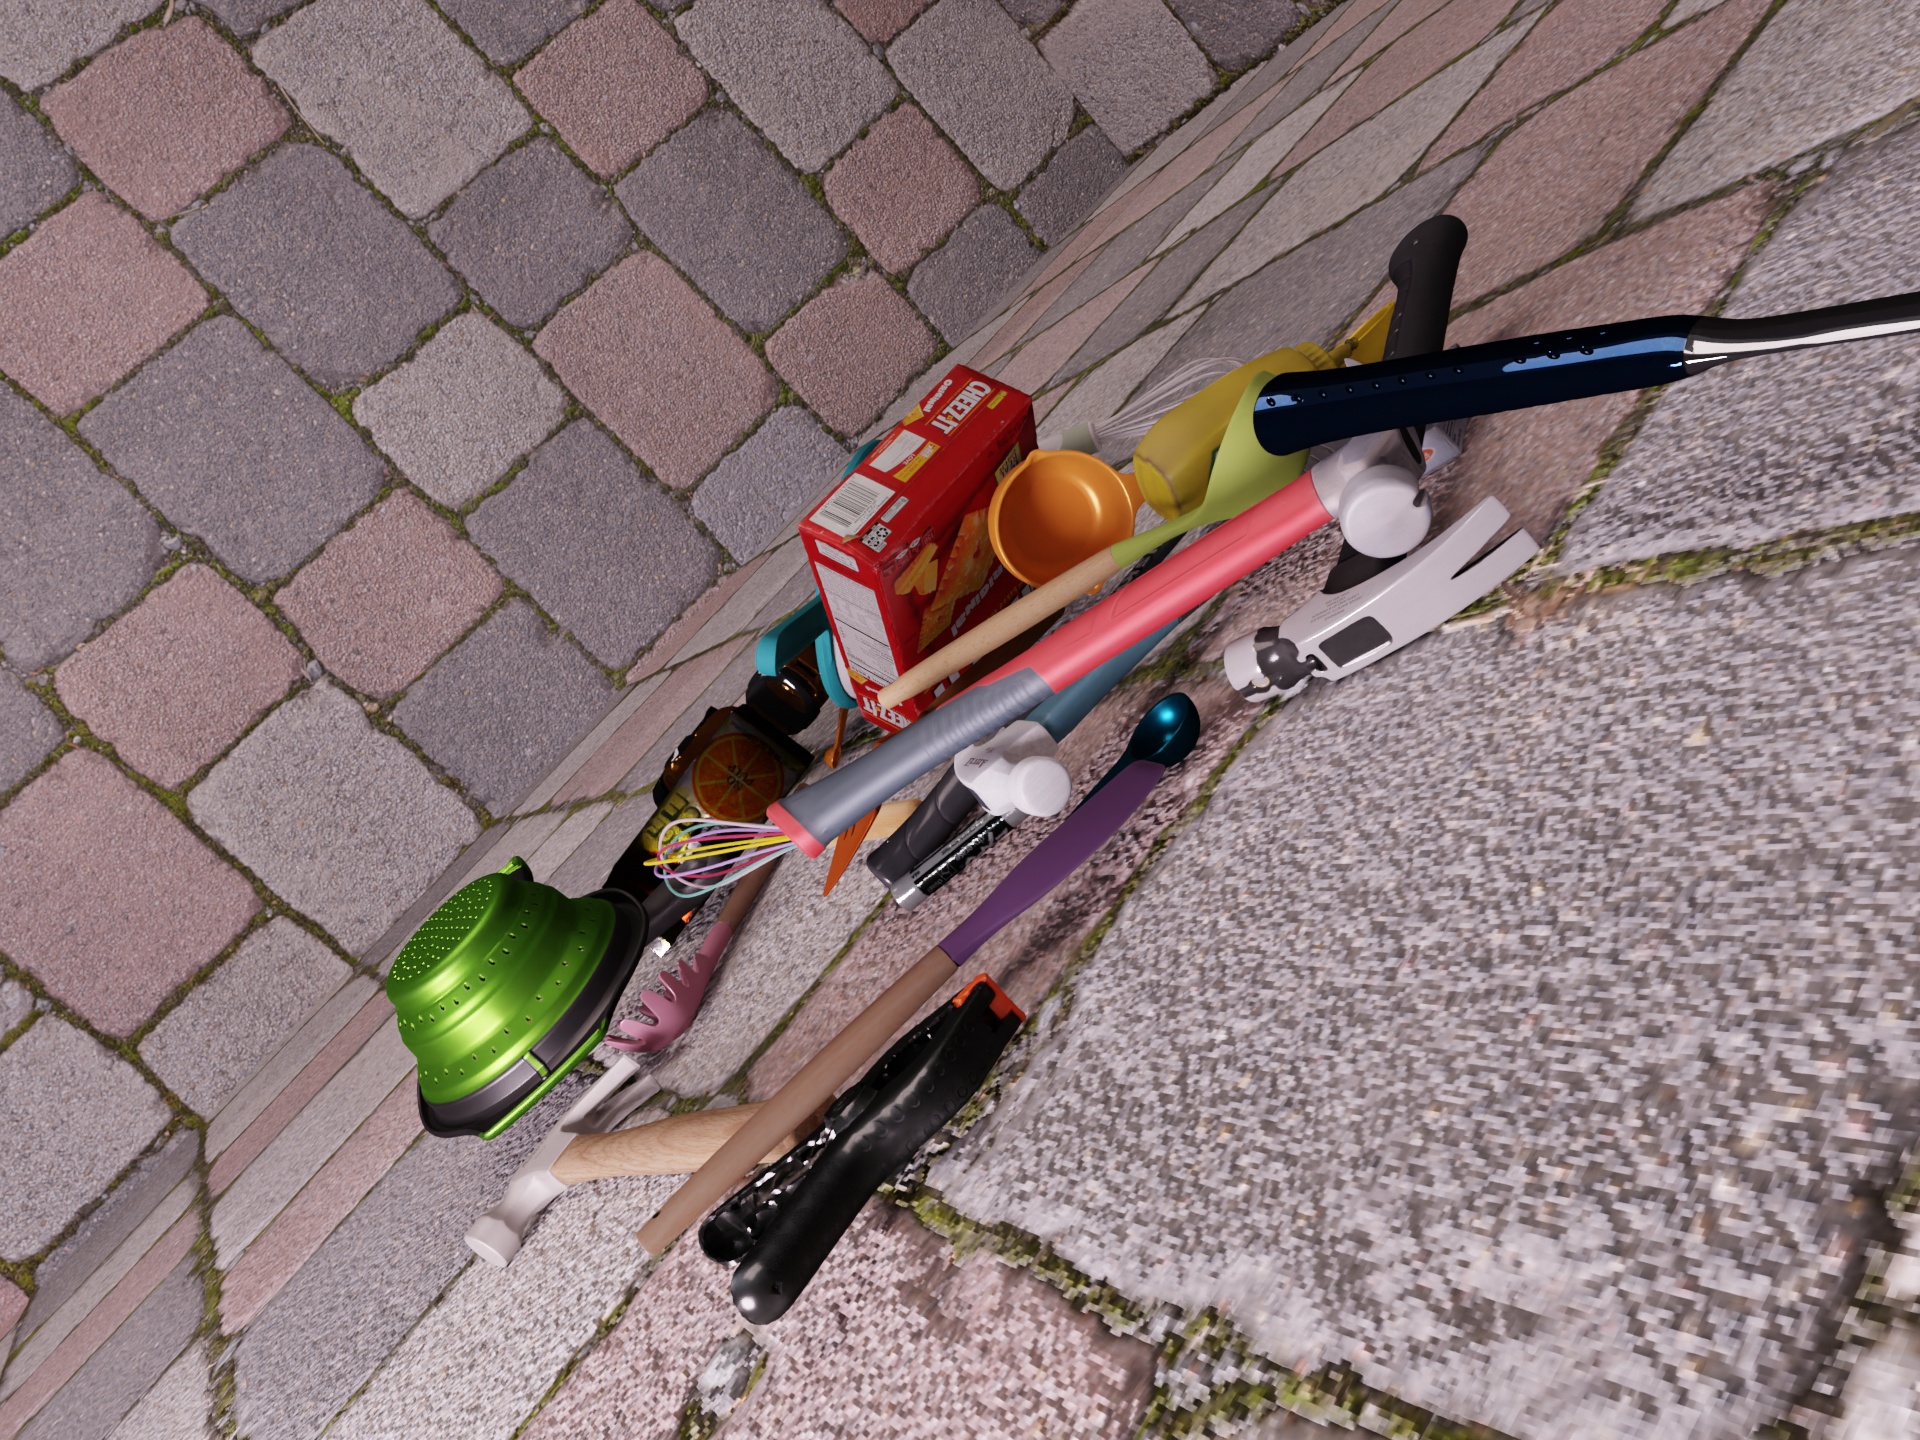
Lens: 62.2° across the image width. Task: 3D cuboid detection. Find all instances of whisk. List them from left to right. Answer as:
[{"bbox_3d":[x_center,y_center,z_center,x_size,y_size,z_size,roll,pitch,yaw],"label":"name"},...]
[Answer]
[{"bbox_3d":[-0.277,0.192,1.169,0.296,0.073,0.073,-42,15,13],"label":"whisk"},{"bbox_3d":[-0.121,0.081,1.054,0.245,0.047,0.051,-12,62,36],"label":"whisk"},{"bbox_3d":[0.111,-0.222,1.226,0.246,0.059,0.058,-19,54,17],"label":"whisk"}]

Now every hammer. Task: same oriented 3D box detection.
[{"bbox_3d":[-0.161,0.228,0.855,0.331,0.031,0.130,-25,24,49],"label":"hammer"},{"bbox_3d":[0.053,-0.041,0.798,0.386,0.038,0.143,-32,25,26],"label":"hammer"},{"bbox_3d":[0.080,-0.050,0.982,0.409,0.036,0.149,-50,17,-20],"label":"hammer"},{"bbox_3d":[0.122,-0.068,0.877,0.331,0.033,0.128,-43,17,-17],"label":"hammer"},{"bbox_3d":[0.225,-0.156,0.797,0.146,0.035,0.335,-27,30,44],"label":"hammer"},{"bbox_3d":[0.269,-0.134,0.550,0.406,0.035,0.144,3,46,53],"label":"hammer"}]

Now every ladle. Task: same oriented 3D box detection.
[{"bbox_3d":[0.063,-0.091,0.908,0.320,0.062,0.078,-30,5,32],"label":"ladle"}]

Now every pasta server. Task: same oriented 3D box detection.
[{"bbox_3d":[-0.165,0.128,1.127,0.060,0.040,0.316,-49,9,32],"label":"pasta server"}]

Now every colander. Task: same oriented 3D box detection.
[{"bbox_3d":[-0.343,0.151,1.153,0.204,0.094,0.397,-43,23,-4],"label":"colander"}]

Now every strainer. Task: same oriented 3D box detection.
[{"bbox_3d":[-0.051,-0.088,1.175,0.340,0.095,0.211,-52,-32,-67],"label":"strainer"}]

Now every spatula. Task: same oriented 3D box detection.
[{"bbox_3d":[-0.024,0.125,0.719,0.316,0.018,0.060,-42,13,-8],"label":"spatula"},{"bbox_3d":[-0.002,-0.003,1.011,0.323,0.041,0.081,-43,-11,-49],"label":"spatula"}]

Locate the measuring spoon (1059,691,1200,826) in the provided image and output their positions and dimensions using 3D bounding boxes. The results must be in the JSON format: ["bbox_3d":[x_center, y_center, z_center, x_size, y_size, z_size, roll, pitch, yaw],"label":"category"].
[{"bbox_3d":[0.076,0.041,0.785,0.128,0.021,0.042,-50,19,10],"label":"measuring spoon"}]

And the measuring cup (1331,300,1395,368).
[{"bbox_3d":[0.257,-0.235,1.063,0.062,0.029,0.156,-45,3,-7],"label":"measuring cup"}]

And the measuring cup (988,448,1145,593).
[{"bbox_3d":[0.098,-0.143,0.998,0.173,0.095,0.052,-26,11,-6],"label":"measuring cup"}]

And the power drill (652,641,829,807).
[{"bbox_3d":[-0.158,-0.017,1.357,0.226,0.084,0.185,-46,10,39],"label":"power drill"}]

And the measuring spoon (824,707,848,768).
[{"bbox_3d":[-0.095,-0.020,1.270,0.021,0.011,0.117,1,-82,-77],"label":"measuring spoon"}]
